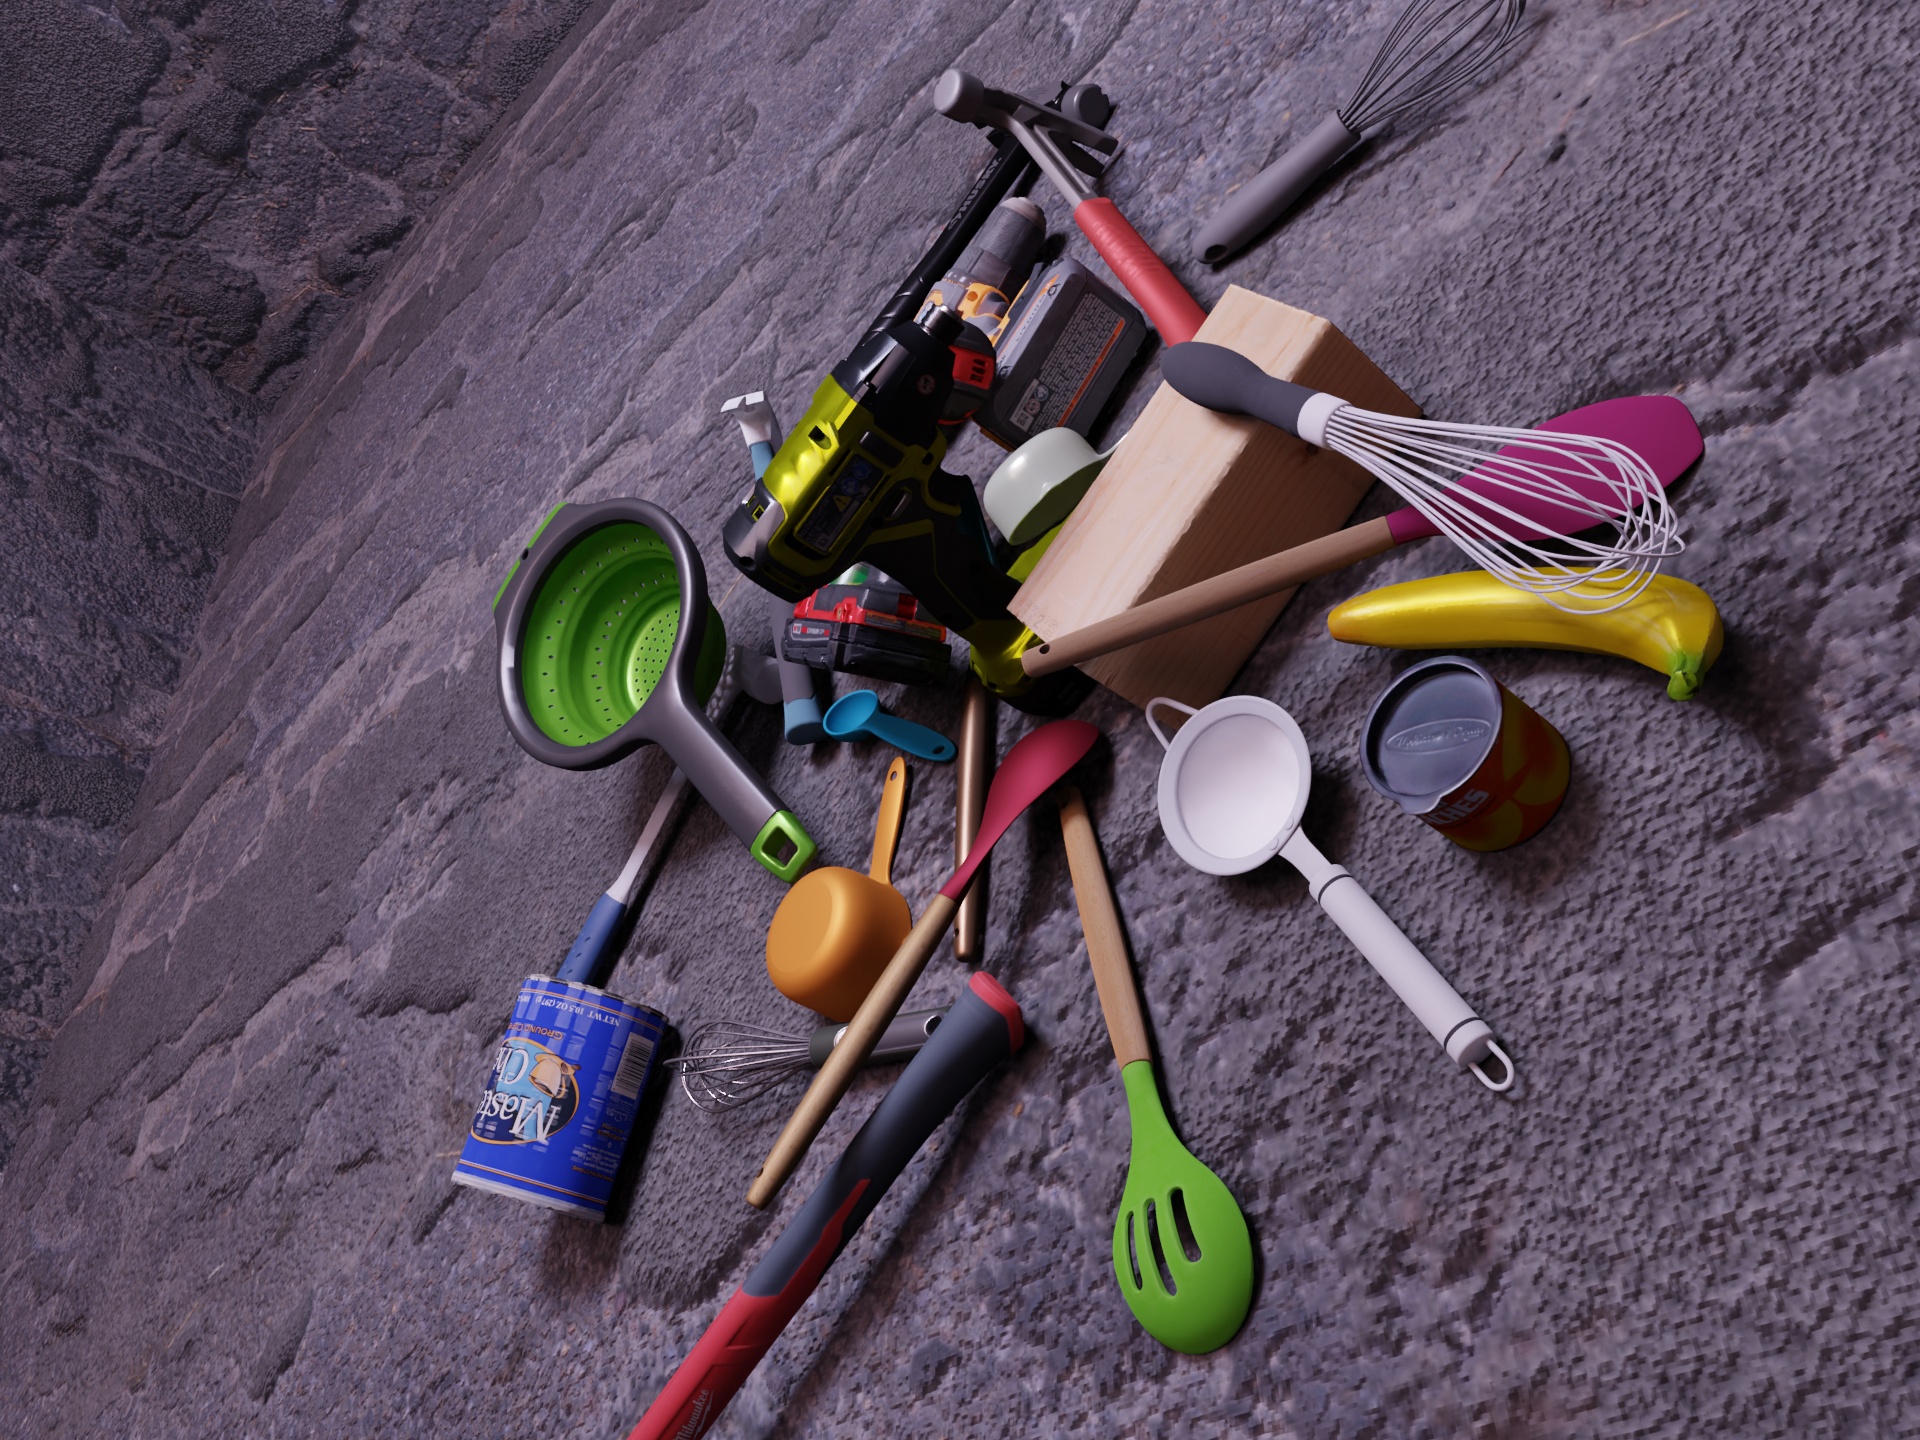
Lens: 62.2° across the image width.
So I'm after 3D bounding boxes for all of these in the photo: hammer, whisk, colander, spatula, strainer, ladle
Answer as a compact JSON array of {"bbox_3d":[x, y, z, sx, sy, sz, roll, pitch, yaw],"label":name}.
[{"bbox_3d":[-0.133,-0.117,1.186,0.033,0.128,0.331,-15,54,3],"label":"hammer"},{"bbox_3d":[0.103,-0.303,1.005,0.036,0.149,0.359,-56,41,31],"label":"hammer"},{"bbox_3d":[0.223,-0.348,0.929,0.239,0.055,0.055,-37,40,37],"label":"whisk"},{"bbox_3d":[-0.195,-0.010,1.136,0.397,0.094,0.204,43,102,36],"label":"colander"},{"bbox_3d":[0.182,-0.120,0.690,0.285,0.070,0.070,36,96,45],"label":"whisk"},{"bbox_3d":[-0.022,-0.351,1.226,0.335,0.035,0.146,-55,33,-5],"label":"hammer"},{"bbox_3d":[-0.002,-0.003,0.967,0.082,0.044,0.318,-44,36,48],"label":"spatula"},{"bbox_3d":[0.161,0.070,0.708,0.087,0.050,0.259,-55,40,18],"label":"strainer"},{"bbox_3d":[-0.020,0.117,0.841,0.315,0.031,0.069,-56,17,-20],"label":"ladle"},{"bbox_3d":[-0.086,0.193,0.931,0.246,0.059,0.058,-18,64,39],"label":"whisk"},{"bbox_3d":[-0.257,0.124,1.209,0.144,0.035,0.405,20,82,55],"label":"hammer"},{"bbox_3d":[-0.104,0.285,0.819,0.386,0.143,0.038,-54,32,2],"label":"hammer"}]

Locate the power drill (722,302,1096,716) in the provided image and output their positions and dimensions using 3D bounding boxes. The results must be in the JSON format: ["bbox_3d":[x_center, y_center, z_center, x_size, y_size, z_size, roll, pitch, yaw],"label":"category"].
[{"bbox_3d":[0.004,-0.109,0.876,0.171,0.223,0.080,-52,35,12],"label":"power drill"}]

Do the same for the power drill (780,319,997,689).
[{"bbox_3d":[-0.044,-0.136,0.995,0.143,0.078,0.219,13,92,66],"label":"power drill"}]

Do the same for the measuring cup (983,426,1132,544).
[{"bbox_3d":[0.082,-0.176,0.967,0.167,0.083,0.038,-42,81,5],"label":"measuring cup"}]

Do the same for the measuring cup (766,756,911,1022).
[{"bbox_3d":[-0.070,0.094,0.974,0.095,0.052,0.174,-15,56,47],"label":"measuring cup"}]

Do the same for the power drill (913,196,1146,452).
[{"bbox_3d":[0.036,-0.272,1.089,0.185,0.084,0.226,-59,29,2],"label":"power drill"}]

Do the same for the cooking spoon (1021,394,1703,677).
[{"bbox_3d":[0.174,-0.078,0.735,0.319,0.017,0.069,-20,49,18],"label":"cooking spoon"}]

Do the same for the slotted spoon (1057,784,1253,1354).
[{"bbox_3d":[0.078,0.148,0.770,0.070,0.031,0.314,-39,38,25],"label":"slotted spoon"}]

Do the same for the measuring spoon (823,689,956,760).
[{"bbox_3d":[-0.042,0.012,1.036,0.042,0.021,0.129,-46,39,-20],"label":"measuring spoon"}]
